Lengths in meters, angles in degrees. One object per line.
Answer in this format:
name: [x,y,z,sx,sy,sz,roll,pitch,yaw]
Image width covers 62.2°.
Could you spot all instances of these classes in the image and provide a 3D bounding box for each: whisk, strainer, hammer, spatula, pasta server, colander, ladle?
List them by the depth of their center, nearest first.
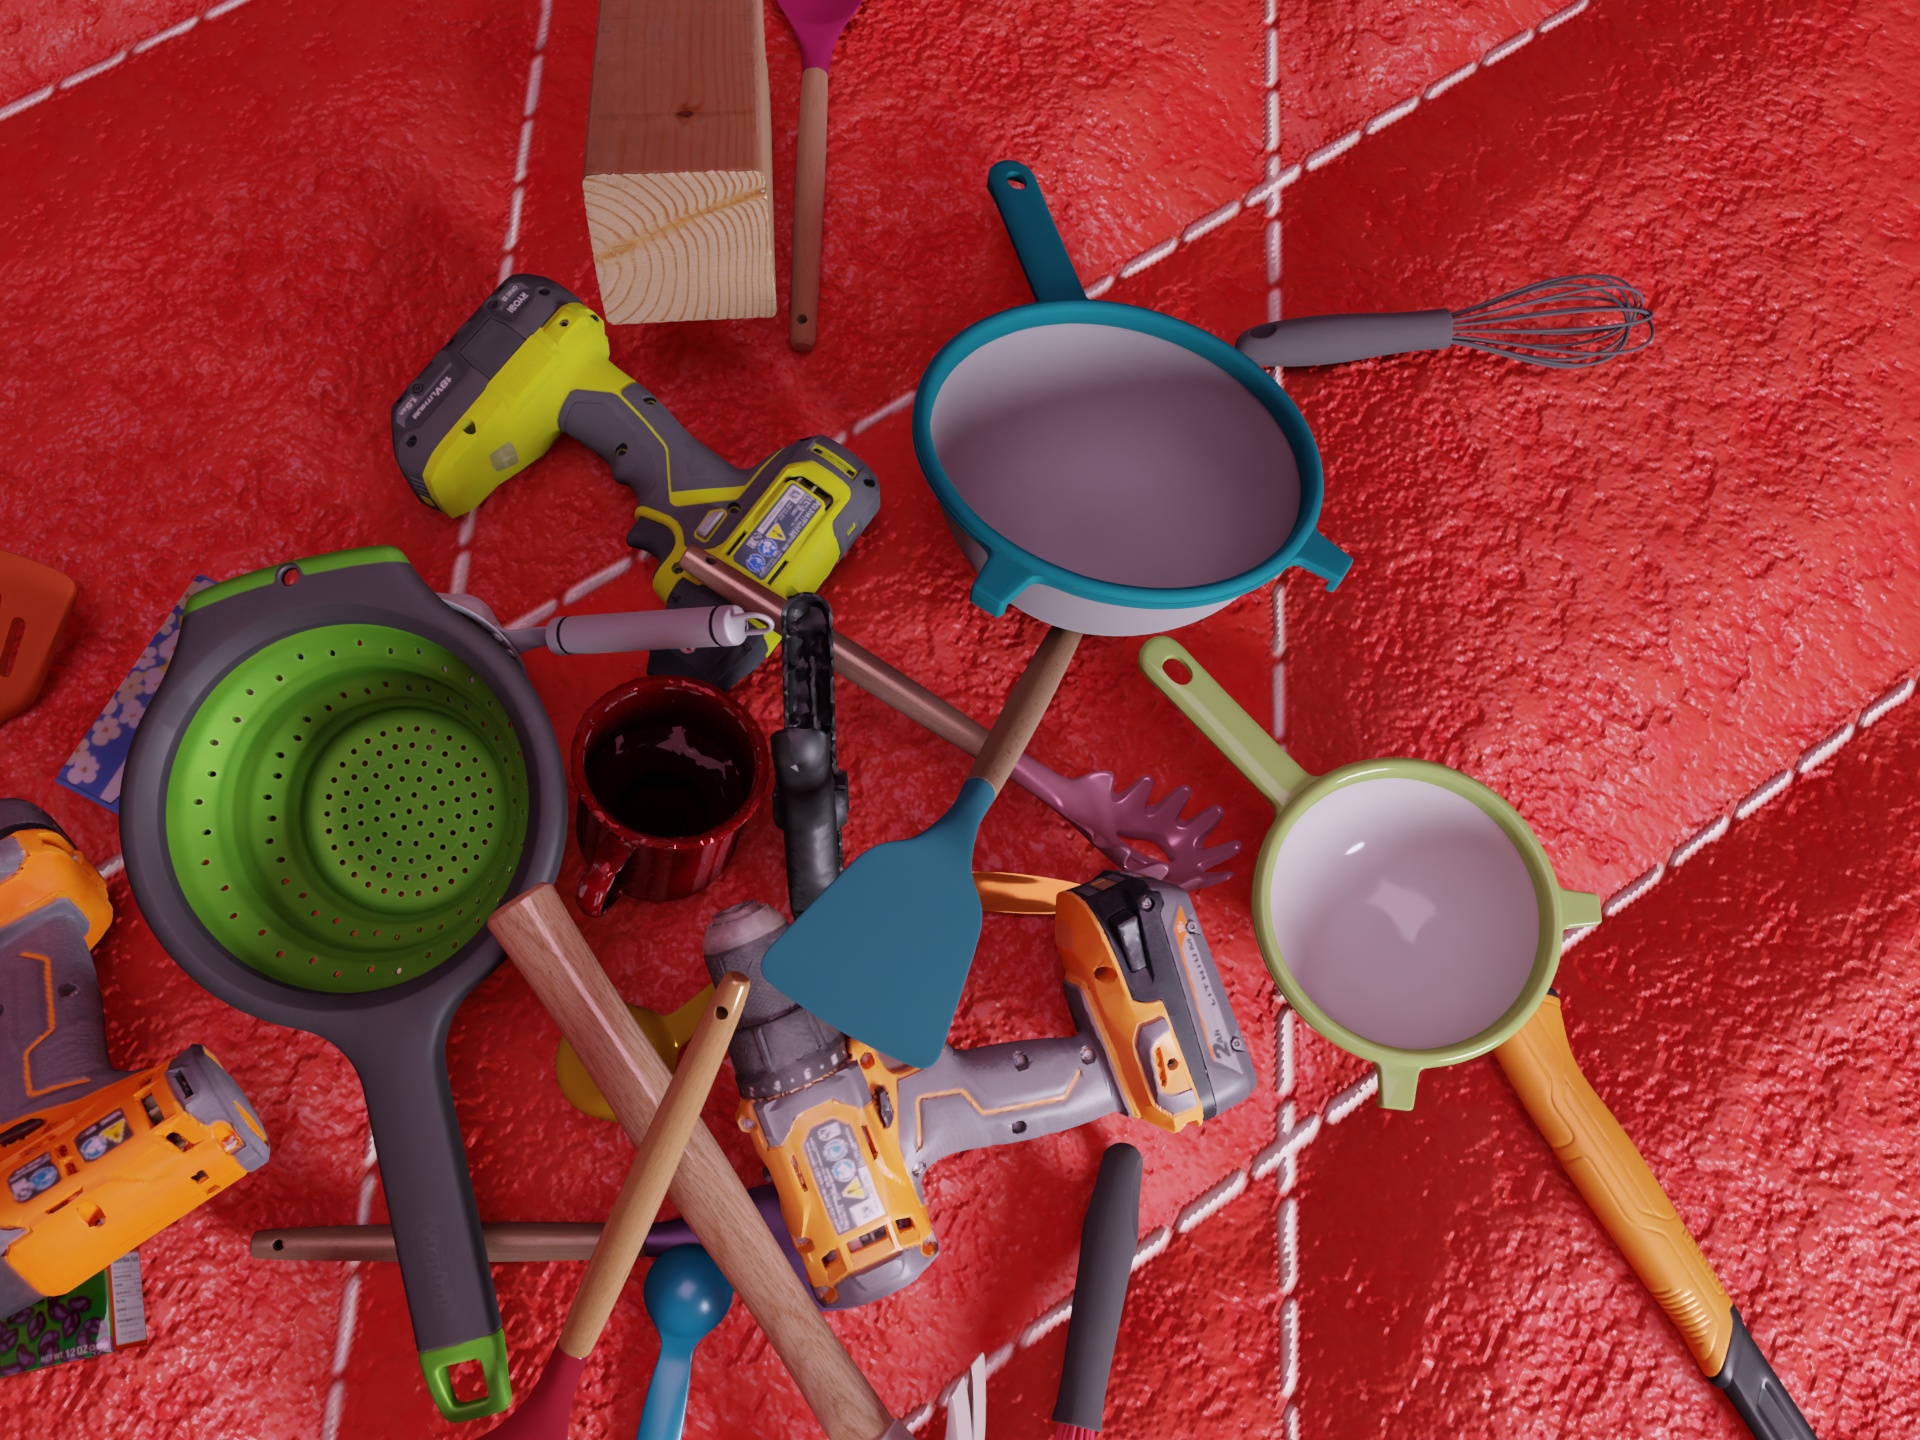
ladle: [-0.153,0.244,0.675,0.069,0.031,0.315,25,101,4]
hammer: [-0.102,0.215,0.692,0.130,0.031,0.331,-34,89,27]
whisk: [0.048,0.339,0.718,0.073,0.073,0.296,13,68,2]
spatula: [0.011,0.025,0.750,0.082,0.044,0.318,29,39,2]
spatula: [-0.175,0.249,0.755,0.316,0.018,0.060,1,77,-3]
hammer: [0.342,0.279,0.759,0.127,0.034,0.337,-27,76,-11]
colander: [-0.262,0.121,0.759,0.204,0.094,0.397,-14,85,0]
strainer: [-0.199,-0.042,0.781,0.258,0.086,0.050,-1,48,27]
spatula: [-0.533,0.067,0.786,0.081,0.041,0.323,17,74,2]
pasta server: [-0.001,-0.003,0.799,0.316,0.040,0.060,32,44,-5]
strainer: [0.178,0.061,0.801,0.151,0.069,0.256,-40,77,-13]
strainer: [0.059,-0.167,0.865,0.211,0.095,0.341,-6,55,-15]
whisk: [0.276,-0.221,0.907,0.239,0.055,0.055,-4,73,1]

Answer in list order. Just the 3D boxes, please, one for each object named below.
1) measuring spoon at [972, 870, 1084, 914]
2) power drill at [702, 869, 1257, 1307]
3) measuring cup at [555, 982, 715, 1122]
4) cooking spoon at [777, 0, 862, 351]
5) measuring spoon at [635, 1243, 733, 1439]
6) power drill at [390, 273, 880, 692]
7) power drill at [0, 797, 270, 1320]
measuring spoon: [0.043,0.091,0.819,0.117,0.011,0.021,4,73,3]
power drill: [0.003,0.141,0.738,0.226,0.084,0.185,-22,94,-12]
measuring cup: [-0.128,0.136,0.759,0.156,0.029,0.062,-35,62,9]
cooking spoon: [-0.088,-0.363,0.949,0.068,0.017,0.319,2,72,-4]
measuring spoon: [-0.134,0.308,0.729,0.042,0.021,0.129,11,80,-3]
power drill: [-0.178,-0.117,0.840,0.223,0.080,0.171,35,75,5]
power drill: [-0.428,0.155,0.701,0.164,0.084,0.227,-34,58,-22]
